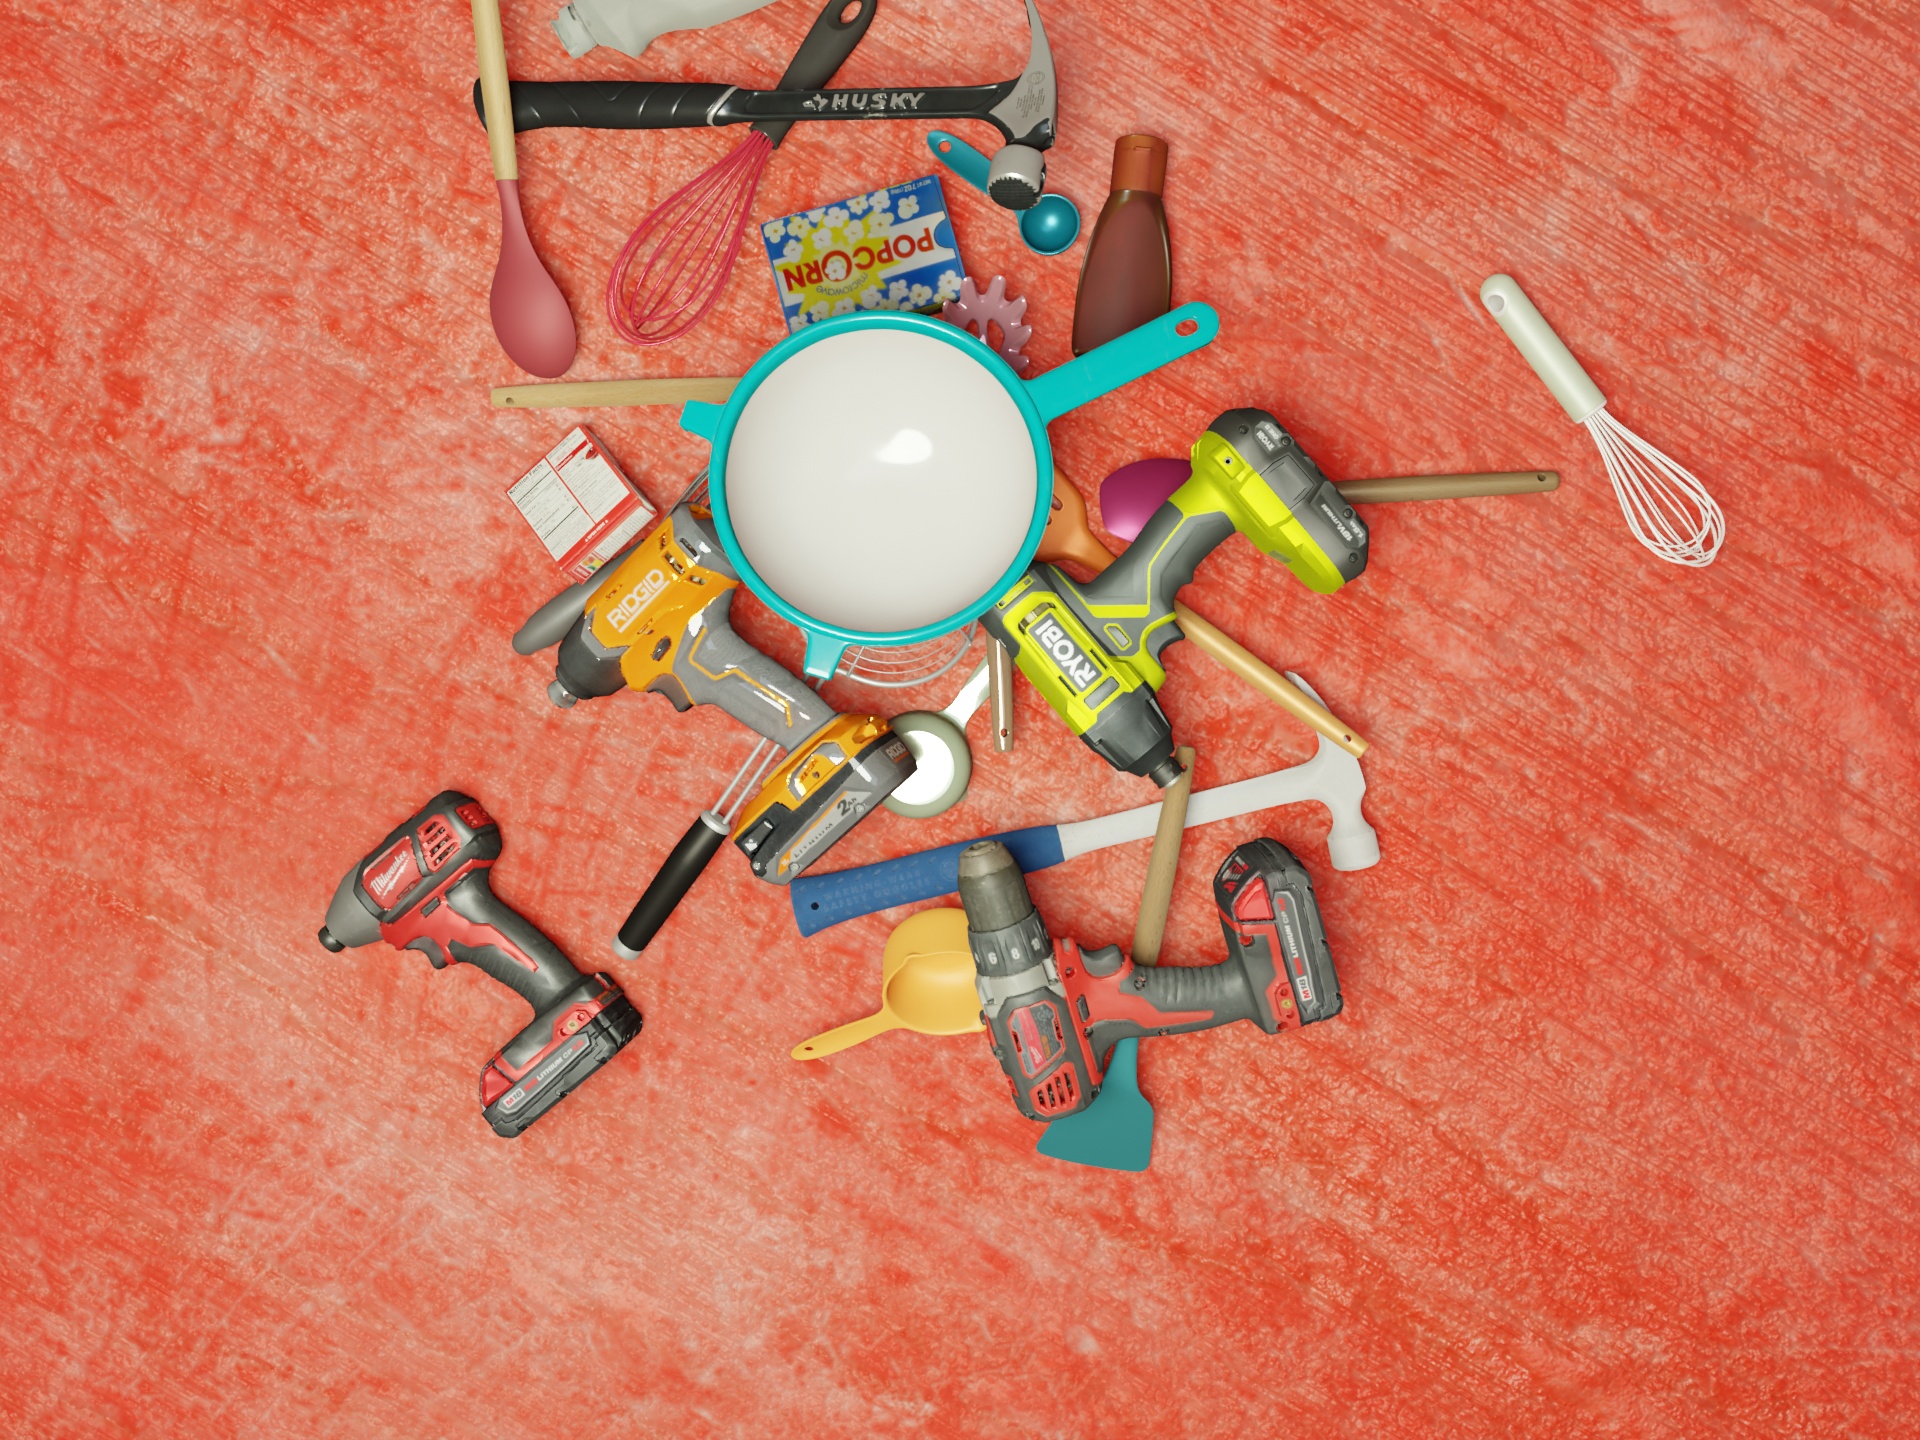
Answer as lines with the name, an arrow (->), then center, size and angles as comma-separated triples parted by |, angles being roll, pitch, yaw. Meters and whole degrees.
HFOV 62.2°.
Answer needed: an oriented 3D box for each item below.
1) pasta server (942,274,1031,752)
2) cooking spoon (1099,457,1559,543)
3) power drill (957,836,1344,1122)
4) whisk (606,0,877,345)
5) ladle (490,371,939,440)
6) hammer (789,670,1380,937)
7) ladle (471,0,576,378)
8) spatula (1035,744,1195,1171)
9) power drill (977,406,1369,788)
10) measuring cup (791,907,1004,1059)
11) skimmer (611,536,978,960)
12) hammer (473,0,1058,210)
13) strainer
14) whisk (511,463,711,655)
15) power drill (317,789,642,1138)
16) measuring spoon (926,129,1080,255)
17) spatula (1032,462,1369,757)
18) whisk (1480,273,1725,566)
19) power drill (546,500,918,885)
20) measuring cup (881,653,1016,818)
pasta server -> 0.022, -0.136, 1.070 | 0.060, 0.040, 0.316 | -3, 91, -2
cooking spoon -> 0.253, -0.156, 1.087 | 0.319, 0.017, 0.069 | -4, 74, -4
power drill -> 0.115, 0.144, 1.035 | 0.226, 0.080, 0.188 | -17, 100, -1
whisk -> -0.144, -0.378, 1.078 | 0.073, 0.073, 0.296 | 34, 87, -1
ladle -> -0.168, -0.221, 1.088 | 0.320, 0.062, 0.078 | -1, 126, 5
hammer -> 0.079, 0.077, 1.111 | 0.405, 0.035, 0.144 | -14, 94, 2
ladle -> -0.302, -0.386, 1.054 | 0.069, 0.031, 0.315 | 4, 108, 25
spatula -> 0.122, 0.170, 1.098 | 0.082, 0.044, 0.317 | 11, 99, -1
power drill -> 0.146, -0.079, 1.033 | 0.223, 0.080, 0.171 | -41, 90, 2
measuring cup -> -0.046, 0.187, 1.111 | 0.173, 0.052, 0.095 | -26, 127, 20
skimmer -> -0.125, 0.021, 1.115 | 0.127, 0.090, 0.363 | 39, 104, 9
hammer -> -0.134, -0.406, 1.038 | 0.409, 0.036, 0.149 | 6, 72, 15
strainer -> 0.007, -0.173, 1.018 | 0.340, 0.095, 0.211 | -27, 84, -5
whisk -> -0.216, -0.117, 1.103 | 0.239, 0.055, 0.055 | -34, 93, 8
power drill -> -0.339, 0.172, 1.109 | 0.143, 0.078, 0.219 | -39, 89, 3
measuring spoon -> 0.028, -0.364, 1.096 | 0.128, 0.021, 0.042 | 39, 93, 8
spatula -> 0.142, -0.076, 1.081 | 0.323, 0.041, 0.081 | 37, 94, 11
whisk -> 0.435, -0.205, 1.084 | 0.059, 0.058, 0.246 | -37, 89, -31
power drill -> -0.155, -0.006, 1.027 | 0.164, 0.084, 0.226 | -42, 88, 15
measuring cup -> -0.002, -0.004, 1.105 | 0.083, 0.038, 0.167 | 38, 96, -1
